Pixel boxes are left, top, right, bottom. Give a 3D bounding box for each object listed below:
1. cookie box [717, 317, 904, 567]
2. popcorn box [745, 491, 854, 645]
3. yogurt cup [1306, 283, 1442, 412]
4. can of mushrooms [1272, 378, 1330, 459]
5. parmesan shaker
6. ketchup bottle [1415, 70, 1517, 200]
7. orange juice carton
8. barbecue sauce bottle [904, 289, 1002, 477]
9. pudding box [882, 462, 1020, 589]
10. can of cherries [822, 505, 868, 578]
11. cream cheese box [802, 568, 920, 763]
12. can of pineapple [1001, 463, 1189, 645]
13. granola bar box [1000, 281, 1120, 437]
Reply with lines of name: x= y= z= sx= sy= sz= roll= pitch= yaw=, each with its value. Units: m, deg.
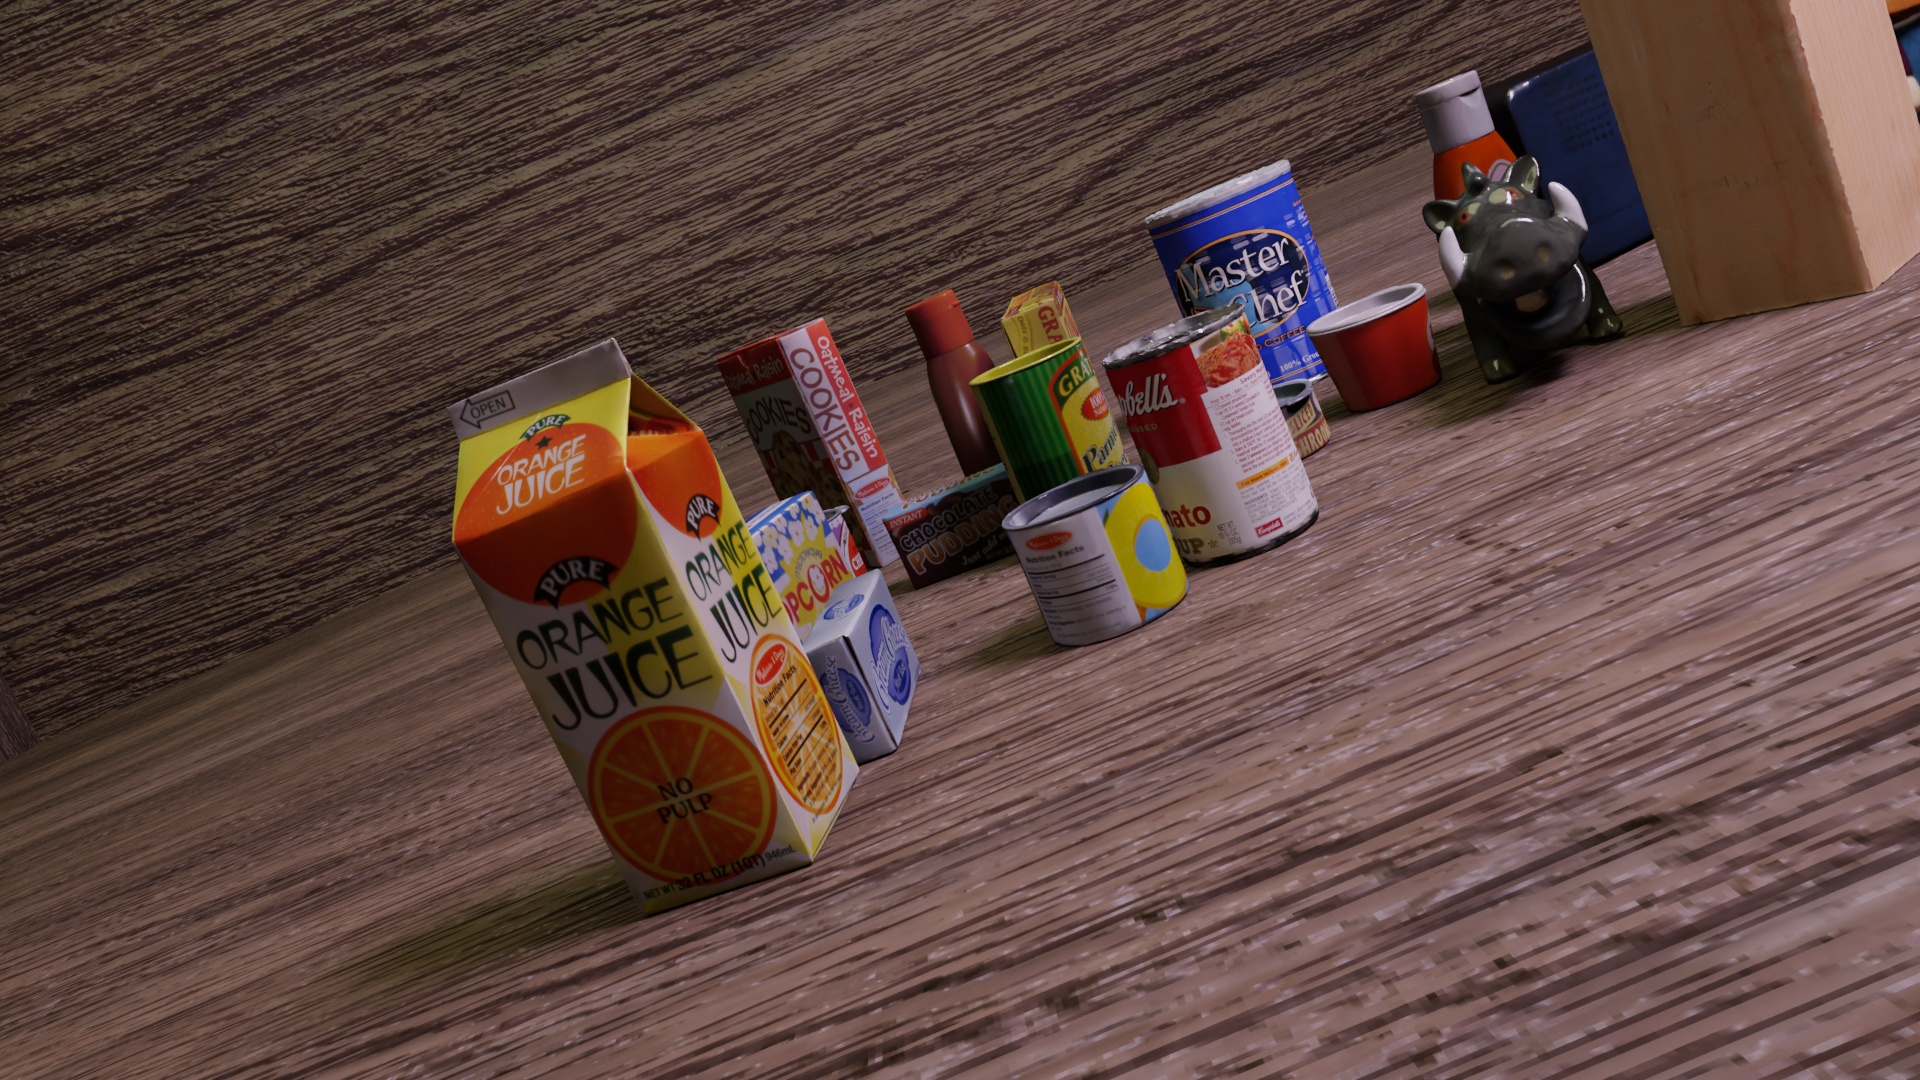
cookie box: x=-0.101 y=-0.063 z=0.963 sx=0.040 sy=0.167 sz=0.123 roll=-29 pitch=12 yaw=-26
popcorn box: x=-0.095 y=0.034 z=0.714 sx=0.038 sy=0.085 sz=0.127 roll=-19 pitch=12 yaw=21
yogurt cup: x=0.237 y=-0.107 z=0.785 sx=0.072 sy=0.054 sz=0.072 roll=-23 pitch=11 yaw=5
can of mushrooms: x=0.167 y=-0.060 z=0.757 sx=0.071 sy=0.033 sz=0.071 roll=-22 pitch=11 yaw=5
parmesan shaker: x=0.056 y=-0.053 z=0.769 sx=0.071 sy=0.103 sz=0.071 roll=-23 pitch=11 yaw=5
ketchup bottle: x=0.314 y=-0.204 z=0.834 sx=0.065 sy=0.148 sz=0.043 roll=-27 pitch=11 yaw=-20
orange juice carton: x=-0.113 y=0.027 z=0.502 sx=0.072 sy=0.192 sz=0.073 roll=-21 pitch=11 yaw=14
barbecue sauce bottle: x=0.008 y=-0.097 z=0.954 sx=0.043 sy=0.148 sz=0.065 roll=-18 pitch=12 yaw=29
pudding box: x=0.003 y=-0.010 z=0.813 sx=0.083 sy=0.049 sz=0.030 roll=-21 pitch=11 yaw=14
can of cherries: x=-0.088 y=0.019 z=0.837 sx=0.071 sy=0.058 sz=0.071 roll=-23 pitch=11 yaw=5
cream cheese box: x=-0.041 y=0.052 z=0.600 sx=0.024 sy=0.053 sz=0.104 roll=-22 pitch=11 yaw=9
can of pineapple: x=0.060 y=0.005 z=0.605 sx=0.071 sy=0.057 sz=0.071 roll=-23 pitch=11 yaw=5
granola bar box: x=0.069 y=-0.105 z=0.928 sx=0.039 sy=0.124 sz=0.166 roll=-22 pitch=11 yaw=10
